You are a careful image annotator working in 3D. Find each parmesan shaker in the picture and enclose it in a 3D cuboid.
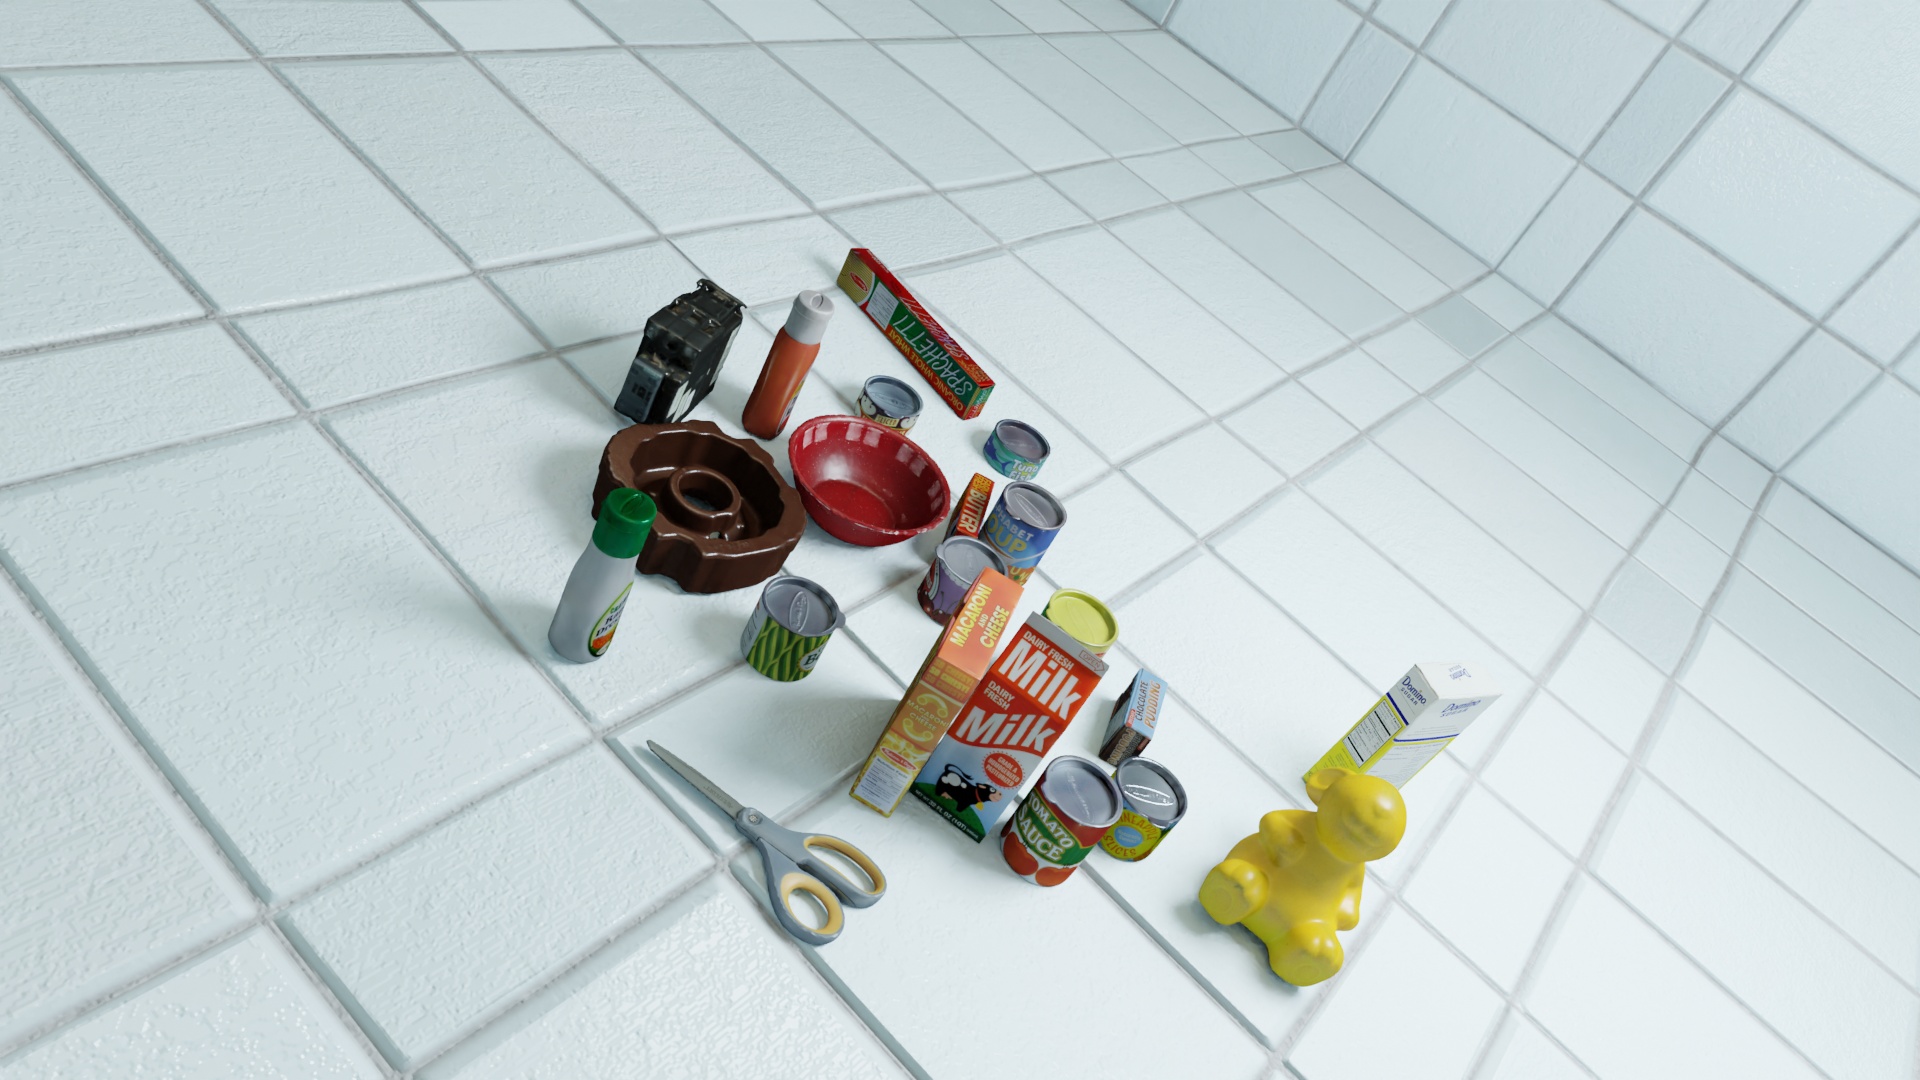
[{"bbox_3d":[0.082,0.100,1.202,0.071,0.102,0.072,19,37,-15],"label":"parmesan shaker"}]

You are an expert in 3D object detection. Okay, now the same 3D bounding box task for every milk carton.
[{"bbox_3d":[0.041,0.136,1.055,0.072,0.189,0.074,35,36,7],"label":"milk carton"}]

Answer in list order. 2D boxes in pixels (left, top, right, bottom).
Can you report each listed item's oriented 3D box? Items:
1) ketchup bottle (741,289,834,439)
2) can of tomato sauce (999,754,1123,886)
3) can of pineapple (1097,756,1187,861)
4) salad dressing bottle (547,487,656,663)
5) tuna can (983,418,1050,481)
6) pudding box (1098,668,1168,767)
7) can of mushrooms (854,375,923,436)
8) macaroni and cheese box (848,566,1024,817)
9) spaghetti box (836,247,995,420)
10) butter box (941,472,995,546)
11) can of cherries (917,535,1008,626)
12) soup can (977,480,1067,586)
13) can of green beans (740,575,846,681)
[{"bbox_3d":[-0.163,-0.168,1.315,0.043,0.148,0.065,24,36,-8],"label":"ketchup bottle"},{"bbox_3d":[0.075,0.218,1.072,0.071,0.082,0.071,19,37,-15],"label":"can of tomato sauce"},{"bbox_3d":[0.143,0.221,1.136,0.071,0.057,0.071,19,37,-15],"label":"can of pineapple"},{"bbox_3d":[-0.260,0.026,1.013,0.044,0.147,0.064,31,35,2],"label":"salad dressing bottle"},{"bbox_3d":[0.061,-0.095,1.481,0.071,0.032,0.071,19,37,-15],"label":"tuna can"},{"bbox_3d":[0.153,0.157,1.227,0.030,0.049,0.084,30,36,-1],"label":"pudding box"},{"bbox_3d":[-0.074,-0.137,1.437,0.071,0.033,0.071,19,37,-15],"label":"can of mushrooms"},{"bbox_3d":[-0.019,0.115,1.059,0.040,0.165,0.124,30,36,0],"label":"macaroni and cheese box"},{"bbox_3d":[-0.052,-0.233,1.555,0.029,0.050,0.251,-14,55,-45],"label":"spaghetti box"},{"bbox_3d":[0.005,-0.017,1.331,0.024,0.052,0.104,26,36,-6],"label":"butter box"},{"bbox_3d":[-0.001,0.038,1.257,0.071,0.058,0.072,19,37,-15],"label":"can of cherries"},{"bbox_3d":[0.051,-0.005,1.322,0.071,0.083,0.072,19,37,-15],"label":"soup can"},{"bbox_3d":[-0.138,0.071,1.121,0.071,0.057,0.071,19,37,-15],"label":"can of green beans"}]
